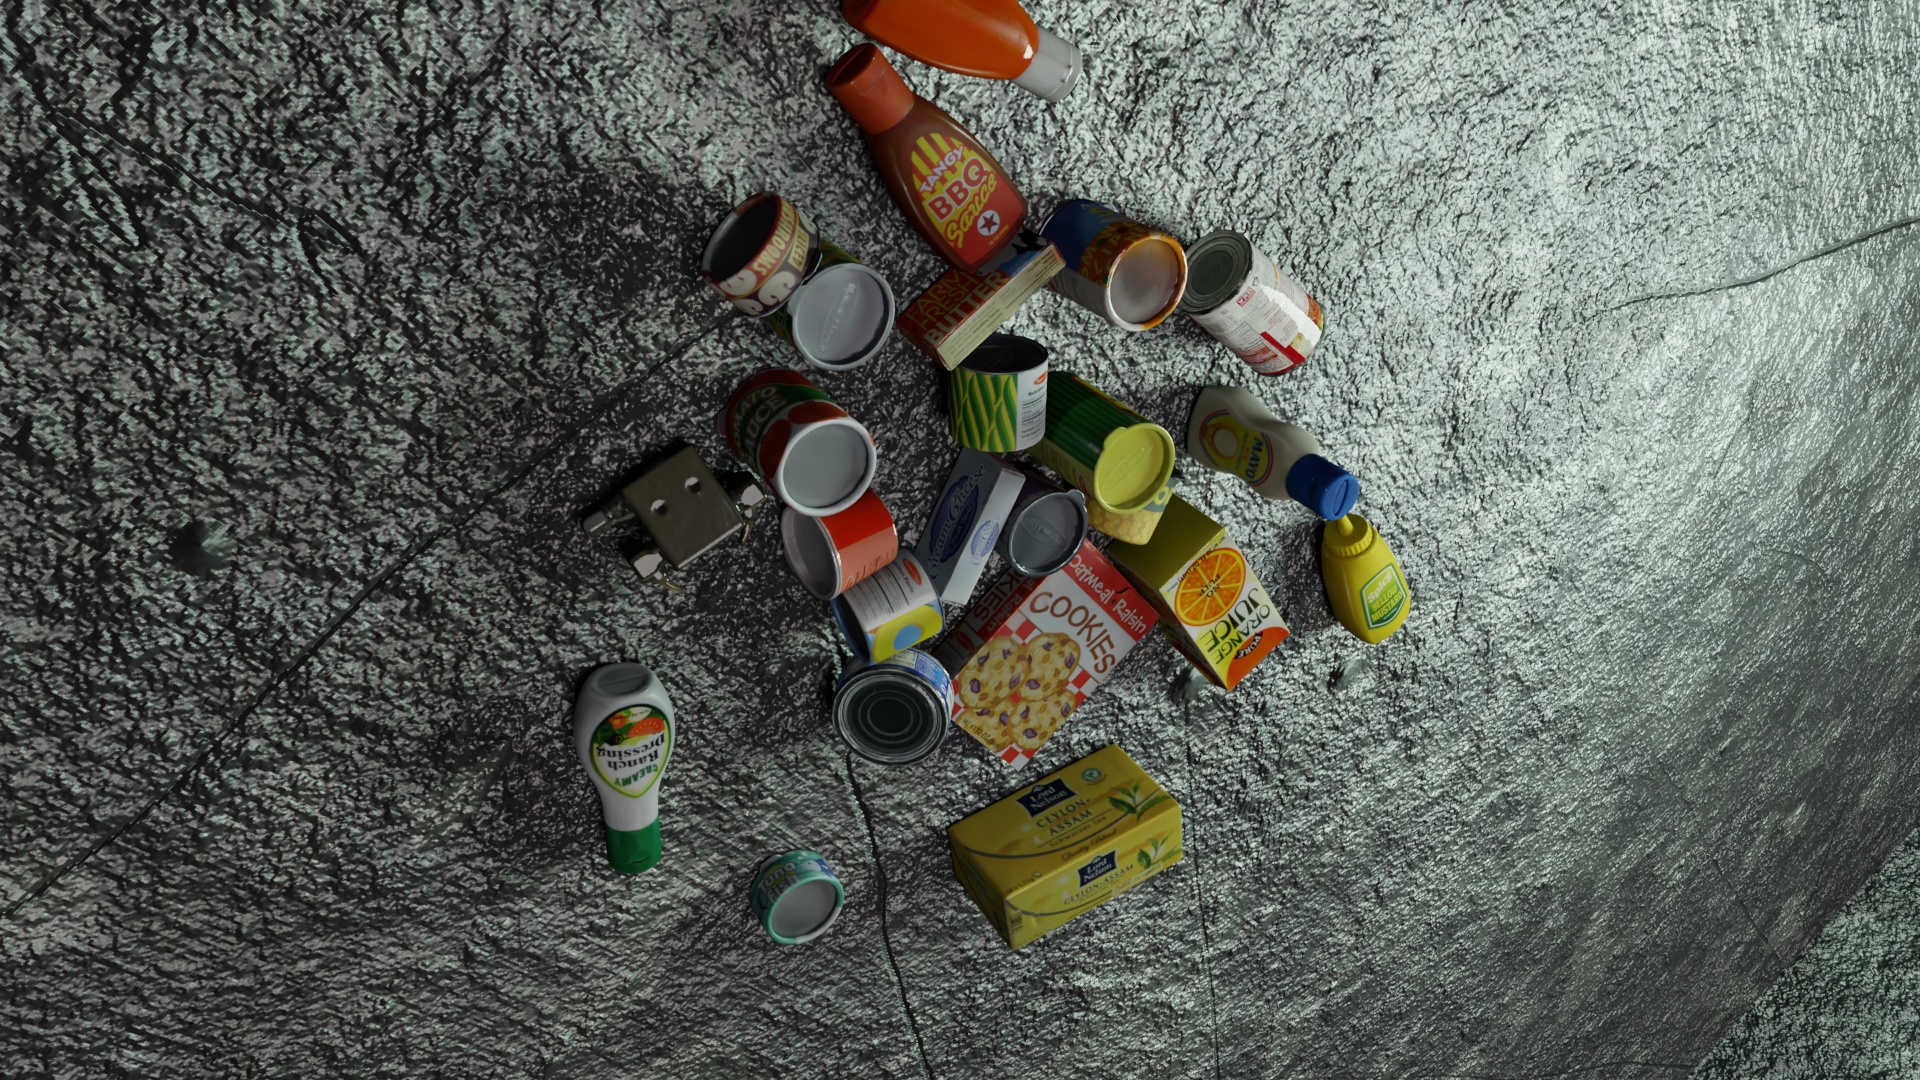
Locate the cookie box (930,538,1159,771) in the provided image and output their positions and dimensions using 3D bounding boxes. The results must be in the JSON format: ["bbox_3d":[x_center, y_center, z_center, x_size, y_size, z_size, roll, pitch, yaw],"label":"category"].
[{"bbox_3d":[0.060,0.082,1.062,0.167,0.040,0.122,-47,130,-1],"label":"cookie box"}]

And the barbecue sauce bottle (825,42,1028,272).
[{"bbox_3d":[-0.022,-0.229,0.829,0.065,0.044,0.148,-47,131,0],"label":"barbecue sauce bottle"}]

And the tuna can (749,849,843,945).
[{"bbox_3d":[-0.125,0.270,1.054,0.071,0.033,0.070,-16,124,-25],"label":"tuna can"}]

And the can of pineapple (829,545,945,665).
[{"bbox_3d":[-0.051,0.046,0.953,0.058,0.071,0.070,-25,127,-19],"label":"can of pineapple"}]

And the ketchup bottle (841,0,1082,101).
[{"bbox_3d":[0.006,-0.299,0.807,0.149,0.043,0.064,14,109,-38],"label":"ketchup bottle"}]

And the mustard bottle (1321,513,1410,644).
[{"bbox_3d":[0.347,0.024,1.211,0.065,0.049,0.159,-41,131,-9],"label":"mustard bottle"}]

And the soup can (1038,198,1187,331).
[{"bbox_3d":[0.100,-0.183,0.908,0.071,0.084,0.071,-16,123,-26],"label":"soup can"}]

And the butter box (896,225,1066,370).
[{"bbox_3d":[0.012,-0.158,0.886,0.103,0.053,0.024,-43,134,-4],"label":"butter box"}]

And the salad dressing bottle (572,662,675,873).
[{"bbox_3d":[-0.220,0.153,0.918,0.064,0.044,0.147,-12,122,-26],"label":"salad dressing bottle"}]

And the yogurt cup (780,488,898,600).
[{"bbox_3d":[-0.078,-0.001,0.911,0.054,0.072,0.072,-24,127,-30],"label":"yogurt cup"}]

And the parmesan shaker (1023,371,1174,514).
[{"bbox_3d":[0.088,-0.071,0.952,0.071,0.103,0.071,-16,124,-25],"label":"parmesan shaker"}]

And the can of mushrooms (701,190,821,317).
[{"bbox_3d":[-0.113,-0.163,0.789,0.071,0.071,0.033,-51,129,2],"label":"can of mushrooms"}]

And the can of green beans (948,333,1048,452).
[{"bbox_3d":[0.024,-0.098,0.919,0.071,0.071,0.057,-16,124,-25],"label":"can of green beans"}]

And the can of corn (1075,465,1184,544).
[{"bbox_3d":[0.122,-0.036,1.015,0.071,0.071,0.058,12,110,-37],"label":"can of corn"}]

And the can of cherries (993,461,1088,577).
[{"bbox_3d":[0.049,-0.017,0.987,0.072,0.058,0.071,-15,122,-25],"label":"can of cherries"}]

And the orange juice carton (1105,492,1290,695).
[{"bbox_3d":[0.200,0.053,1.116,0.072,0.073,0.192,-44,131,-4],"label":"orange juice carton"}]

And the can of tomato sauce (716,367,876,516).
[{"bbox_3d":[-0.100,-0.061,0.848,0.071,0.083,0.070,-16,124,-25],"label":"can of tomato sauce"}]

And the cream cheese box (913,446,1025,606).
[{"bbox_3d":[0.003,-0.012,0.963,0.024,0.053,0.103,15,107,-36],"label":"cream cheese box"}]

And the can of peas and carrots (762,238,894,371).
[{"bbox_3d":[-0.083,-0.142,0.828,0.071,0.059,0.070,-15,123,-25],"label":"can of peas and carrots"}]

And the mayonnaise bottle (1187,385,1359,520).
[{"bbox_3d":[0.227,-0.062,1.018,0.041,0.148,0.064,-5,118,-31],"label":"mayonnaise bottle"}]
